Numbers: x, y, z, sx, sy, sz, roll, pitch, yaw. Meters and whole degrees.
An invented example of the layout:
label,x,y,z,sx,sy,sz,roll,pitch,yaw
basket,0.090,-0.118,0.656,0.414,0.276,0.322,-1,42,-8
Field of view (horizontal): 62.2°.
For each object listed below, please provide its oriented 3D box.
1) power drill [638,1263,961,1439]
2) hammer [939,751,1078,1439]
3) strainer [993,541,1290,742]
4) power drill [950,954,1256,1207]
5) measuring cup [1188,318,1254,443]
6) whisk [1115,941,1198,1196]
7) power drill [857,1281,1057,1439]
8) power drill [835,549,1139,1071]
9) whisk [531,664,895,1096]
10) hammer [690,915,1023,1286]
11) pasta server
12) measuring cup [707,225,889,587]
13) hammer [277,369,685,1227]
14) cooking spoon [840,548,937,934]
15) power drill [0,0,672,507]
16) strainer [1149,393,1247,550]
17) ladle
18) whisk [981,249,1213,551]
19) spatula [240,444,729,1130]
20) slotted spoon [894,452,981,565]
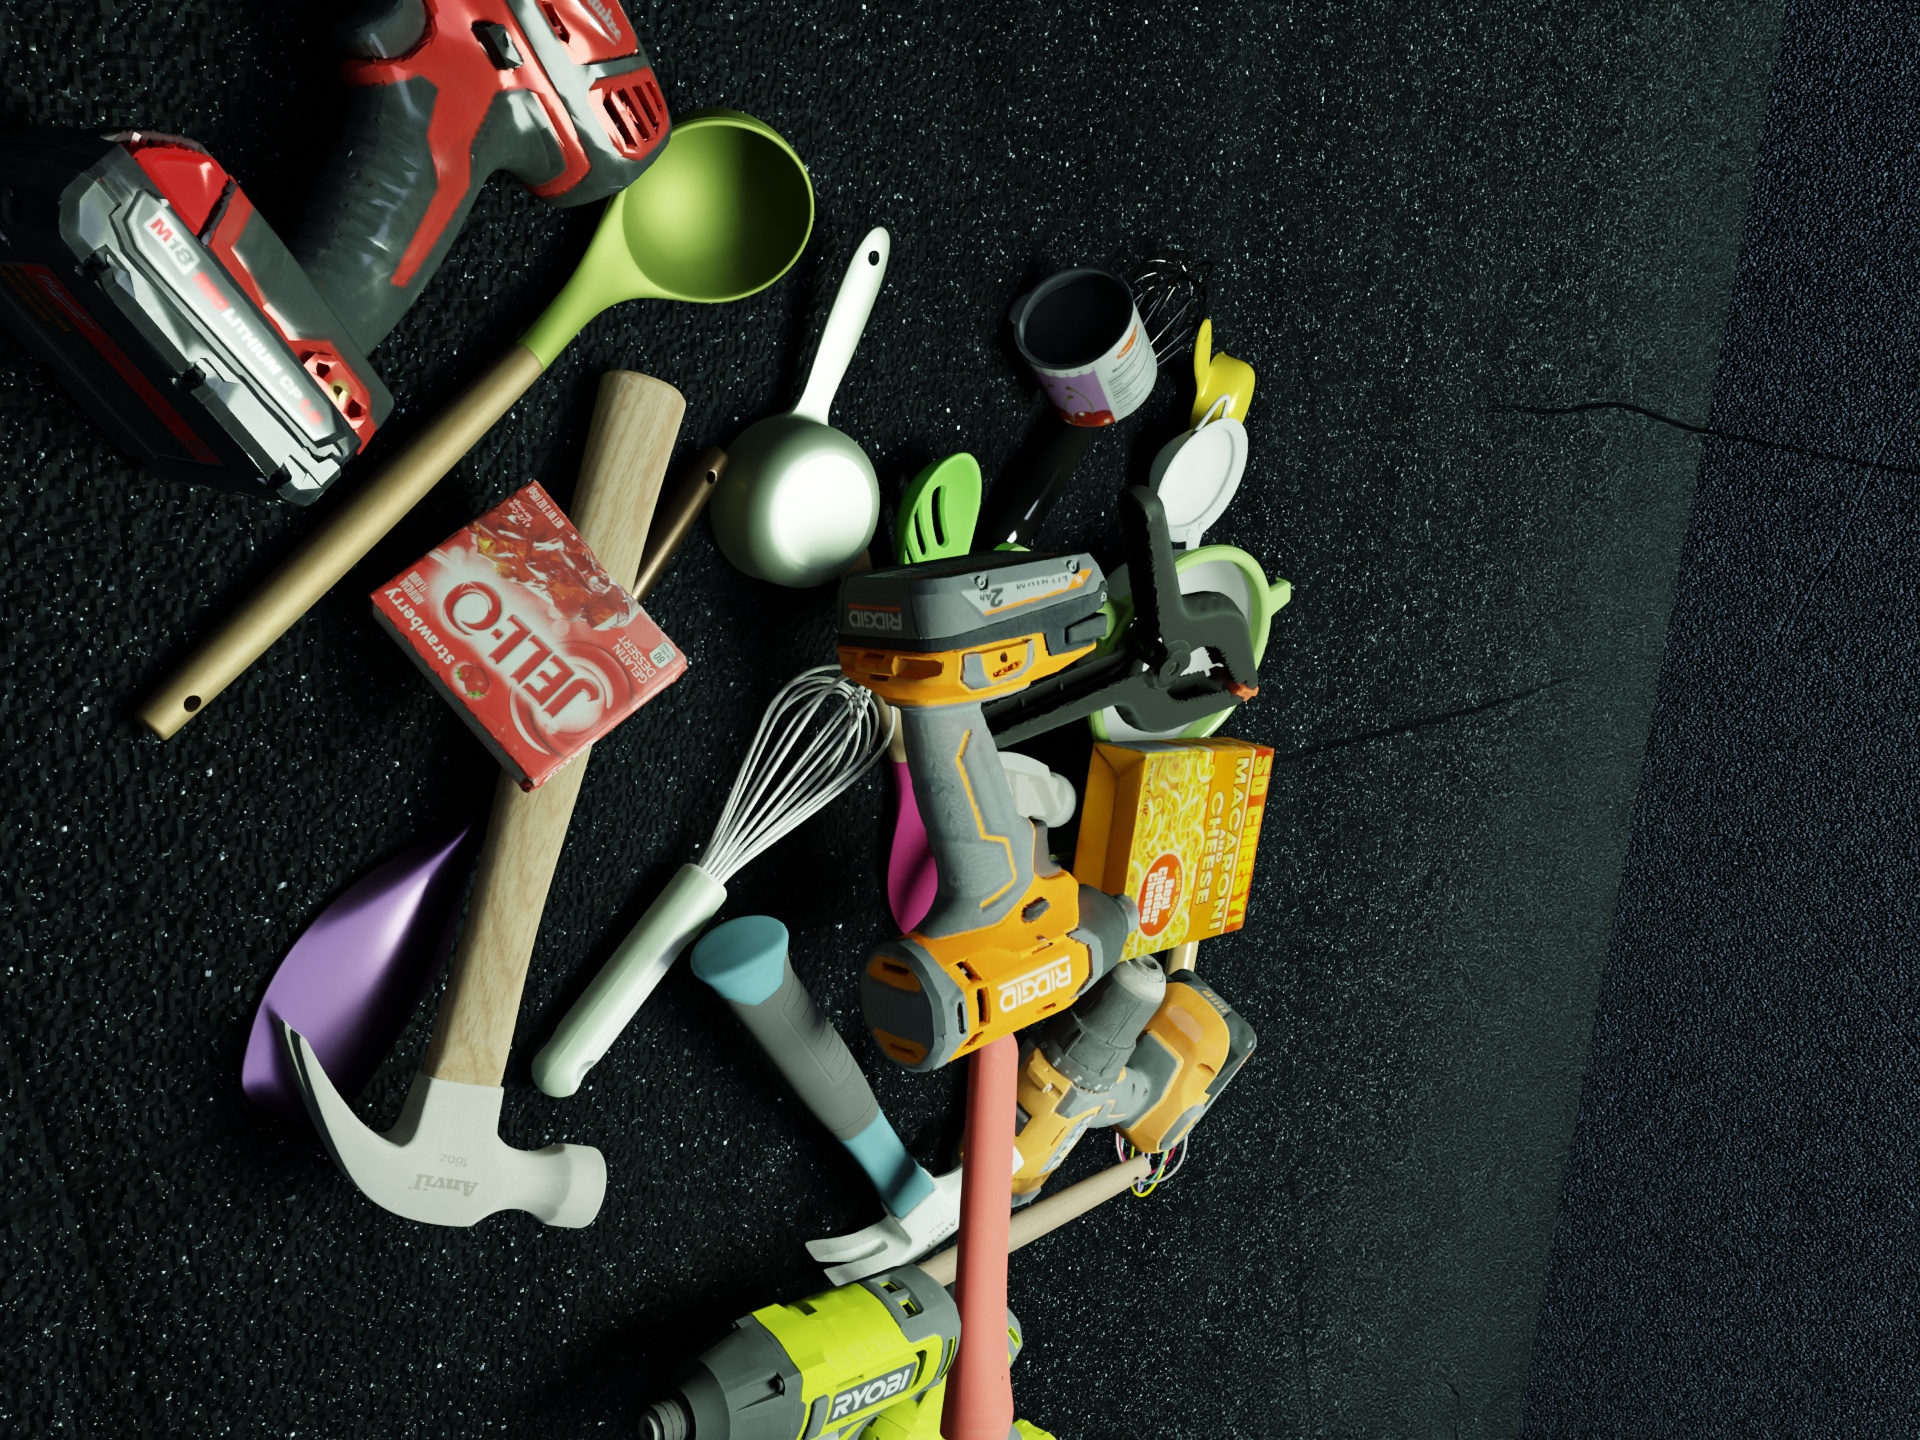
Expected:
label,x,y,z,sx,sy,sz,roll,pitch,yaw
power drill,-0.101,0.387,0.791,0.171,0.080,0.223,-2,116,-44
hammer,0.013,0.197,0.844,0.149,0.037,0.359,17,75,-63
strainer,0.086,-0.064,0.955,0.256,0.069,0.151,23,101,-47
power drill,0.109,0.219,1.040,0.226,0.084,0.185,3,124,-55
measuring cup,0.163,-0.214,0.992,0.156,0.029,0.062,32,79,-78
whisk,0.157,0.236,1.197,0.047,0.051,0.245,11,88,-23
power drill,-0.009,0.496,1.022,0.191,0.080,0.228,-53,138,-31
power drill,0.022,0.036,0.758,0.164,0.084,0.226,-14,105,-42
whisk,-0.112,0.068,0.730,0.246,0.059,0.057,-54,169,-23
hammer,-0.058,0.197,0.818,0.128,0.033,0.330,-39,140,-14
pasta server,-0.013,0.320,0.899,0.316,0.040,0.060,-18,131,-29
measuring cup,-0.055,-0.138,0.710,0.083,0.038,0.167,15,98,-45
hammer,-0.164,0.023,0.611,0.130,0.031,0.331,19,79,-36
cooking spoon,-0.035,-0.003,0.836,0.069,0.017,0.318,-31,129,-24
power drill,-0.193,-0.197,0.477,0.227,0.080,0.187,-59,144,-27
strainer,0.150,-0.102,1.056,0.087,0.050,0.258,-29,132,-31
ladle,-0.165,-0.111,0.571,0.320,0.062,0.078,-54,147,-25
whisk,0.079,-0.184,0.912,0.239,0.055,0.055,-57,143,-20
spatula,-0.178,0.013,0.632,0.059,0.018,0.316,48,63,-41
slotted spoon,-0.001,-0.003,0.881,0.070,0.031,0.313,-40,135,-41
